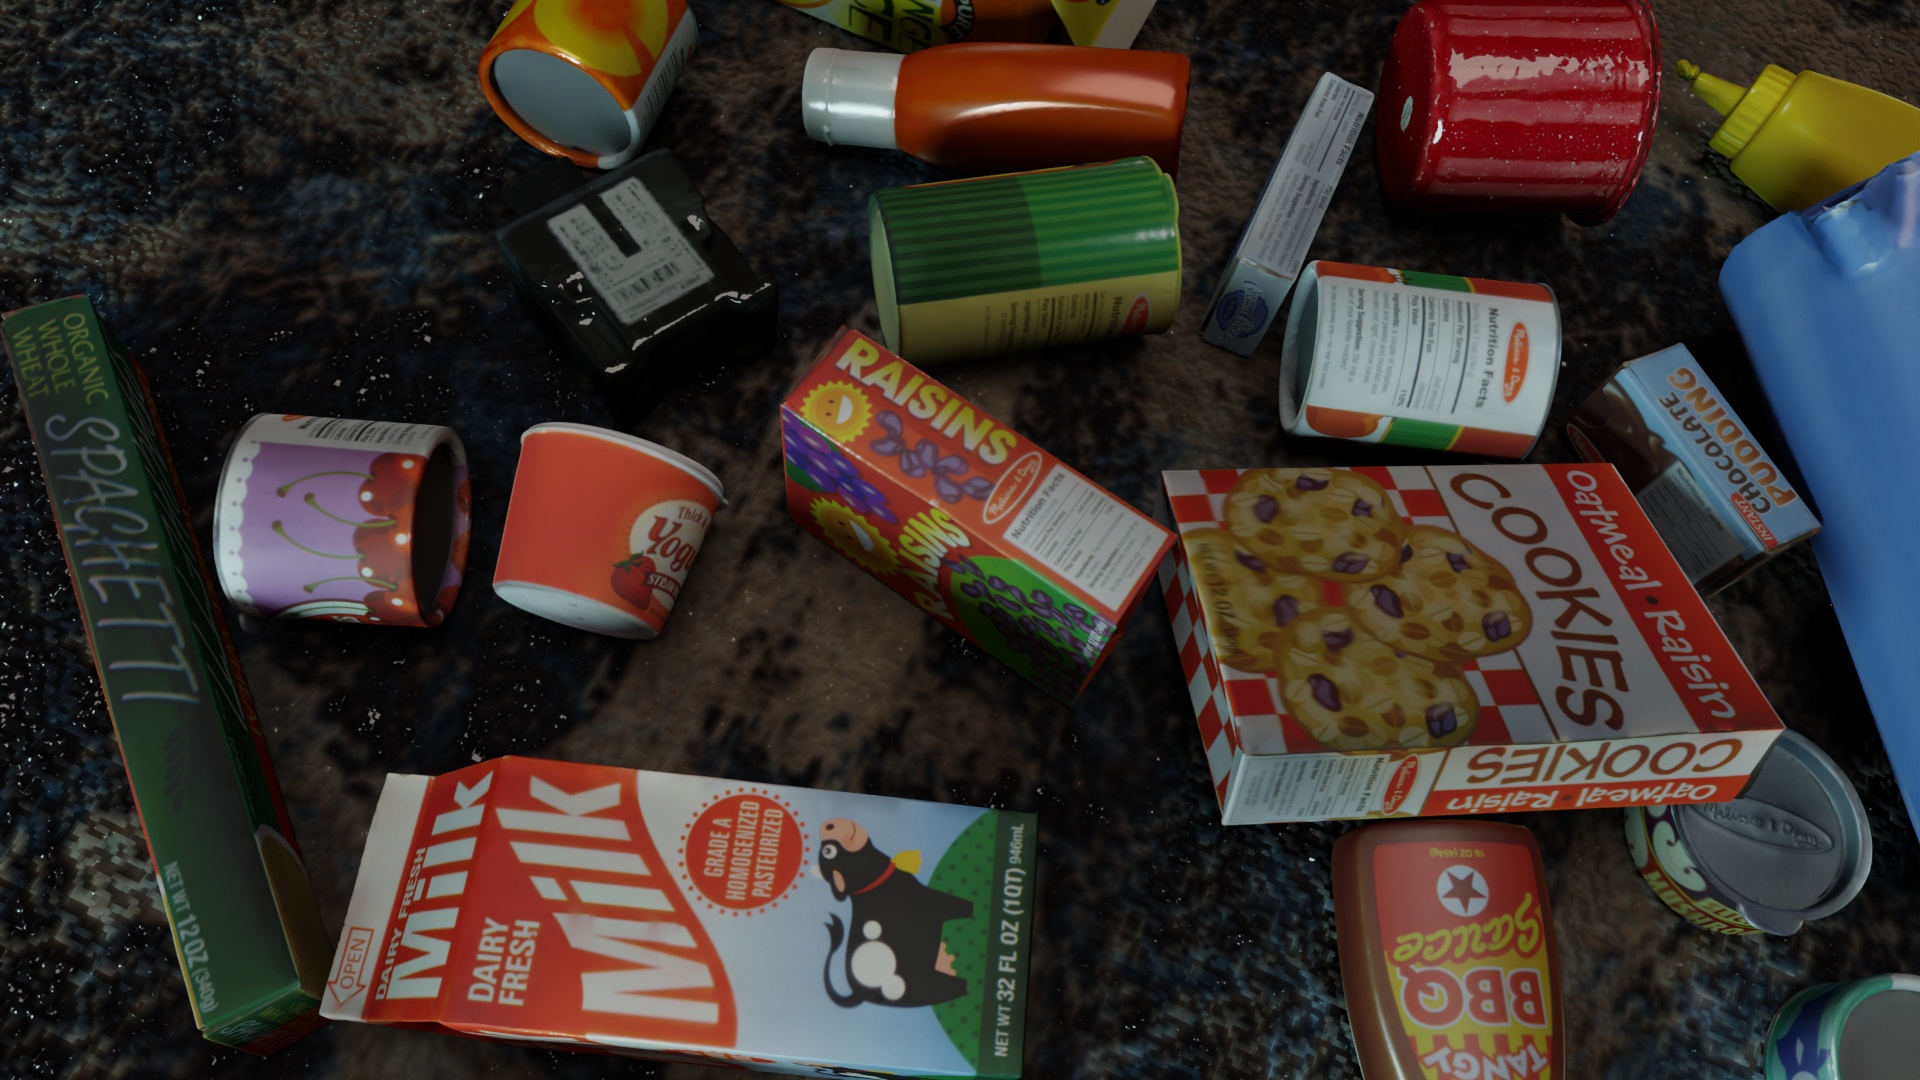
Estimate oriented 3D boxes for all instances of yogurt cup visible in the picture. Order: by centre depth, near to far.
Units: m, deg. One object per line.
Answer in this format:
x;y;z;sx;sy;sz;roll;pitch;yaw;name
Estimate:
-0.117;-0.001;0.453;0.072;0.072;0.054;14;73;1;yogurt cup

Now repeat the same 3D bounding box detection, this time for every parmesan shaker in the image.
0.022;-0.104;0.509;0.103;0.071;0.071;-9;66;-10;parmesan shaker

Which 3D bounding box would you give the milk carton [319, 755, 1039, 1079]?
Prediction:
-0.078;0.110;0.398;0.191;0.073;0.072;7;65;-2;milk carton

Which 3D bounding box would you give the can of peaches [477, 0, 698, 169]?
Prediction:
-0.145;-0.187;0.535;0.071;0.071;0.058;17;65;3;can of peaches

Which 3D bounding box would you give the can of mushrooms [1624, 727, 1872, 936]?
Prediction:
0.259;0.097;0.460;0.071;0.033;0.071;3;65;-5;can of mushrooms

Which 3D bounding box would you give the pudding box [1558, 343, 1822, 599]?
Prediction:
0.264;-0.024;0.509;0.030;0.049;0.084;-21;69;-16;pudding box

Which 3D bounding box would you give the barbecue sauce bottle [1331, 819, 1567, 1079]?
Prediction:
0.150;0.161;0.413;0.065;0.043;0.149;2;65;-2;barbecue sauce bottle

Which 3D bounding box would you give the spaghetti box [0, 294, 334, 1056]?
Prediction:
-0.246;0.033;0.430;0.029;0.050;0.250;-22;69;-17;spaghetti box

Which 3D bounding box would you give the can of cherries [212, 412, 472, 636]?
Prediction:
-0.195;-0.003;0.446;0.058;0.071;0.072;4;65;-5;can of cherries

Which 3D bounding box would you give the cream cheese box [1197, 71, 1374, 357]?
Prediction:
0.127;-0.127;0.541;0.024;0.053;0.104;25;65;4;cream cheese box

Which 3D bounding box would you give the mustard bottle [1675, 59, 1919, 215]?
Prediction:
0.371;-0.158;0.583;0.160;0.048;0.065;37;67;12;mustard bottle

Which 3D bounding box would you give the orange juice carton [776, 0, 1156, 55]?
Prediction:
-0.011;-0.252;0.576;0.193;0.072;0.072;24;65;5;orange juice carton

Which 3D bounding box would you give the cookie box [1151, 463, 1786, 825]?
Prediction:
0.157;0.029;0.458;0.168;0.040;0.123;-1;44;-6;cookie box

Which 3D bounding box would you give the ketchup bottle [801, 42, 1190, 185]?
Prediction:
0.014;-0.169;0.547;0.149;0.064;0.043;7;75;7;ketchup bottle

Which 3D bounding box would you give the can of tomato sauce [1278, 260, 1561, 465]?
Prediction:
0.164;-0.065;0.508;0.083;0.071;0.071;7;65;2;can of tomato sauce

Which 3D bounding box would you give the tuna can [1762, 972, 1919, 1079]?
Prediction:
0.288;0.171;0.428;0.071;0.032;0.071;2;64;-5;tuna can

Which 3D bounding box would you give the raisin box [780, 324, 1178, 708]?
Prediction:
0.002;-0.006;0.454;0.123;0.085;0.040;33;68;10;raisin box
